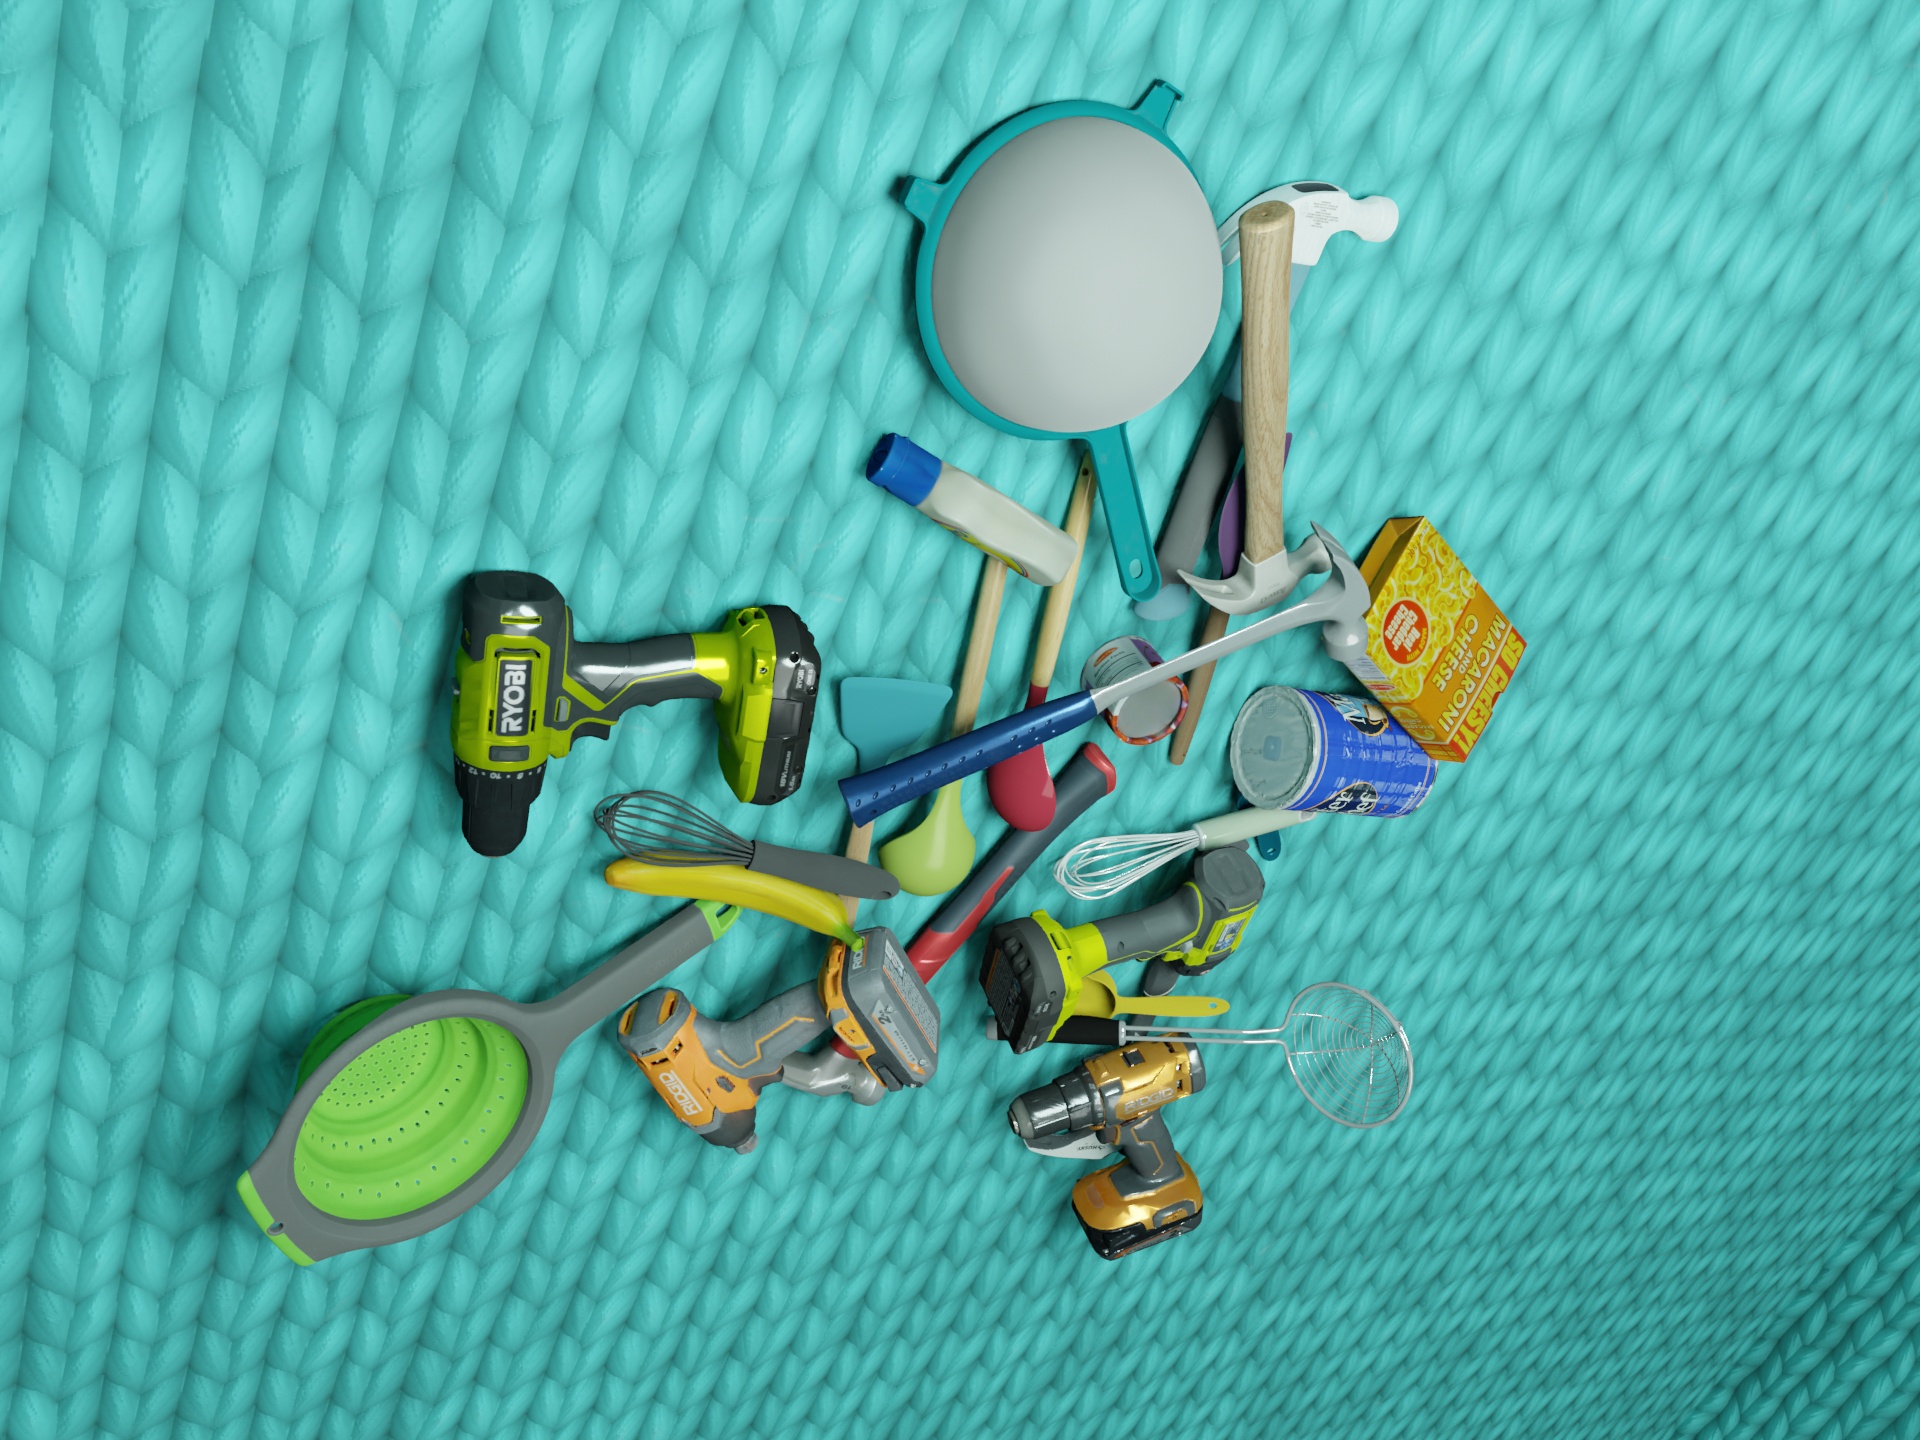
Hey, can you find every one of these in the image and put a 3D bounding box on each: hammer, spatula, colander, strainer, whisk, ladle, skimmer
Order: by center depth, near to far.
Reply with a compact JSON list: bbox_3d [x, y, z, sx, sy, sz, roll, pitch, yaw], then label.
[{"bbox_3d":[0.101,-0.212,1.009,0.211,0.095,0.340,-25,122,-13],"label":"strainer"},{"bbox_3d":[0.202,-0.195,1.069,0.130,0.031,0.331,-29,141,-14],"label":"hammer"},{"bbox_3d":[0.194,-0.217,1.130,0.128,0.033,0.330,0,124,-28],"label":"hammer"},{"bbox_3d":[0.104,-0.021,1.142,0.405,0.035,0.143,-23,146,0],"label":"hammer"},{"bbox_3d":[-0.151,0.095,1.159,0.238,0.055,0.055,17,116,-24],"label":"whisk"},{"bbox_3d":[-0.341,0.222,1.168,0.397,0.095,0.204,-34,135,-24],"label":"colander"},{"bbox_3d":[0.066,-0.051,1.184,0.031,0.069,0.315,-21,131,-47],"label":"ladle"},{"bbox_3d":[-0.002,-0.004,1.196,0.078,0.062,0.320,1,117,-22],"label":"ladle"},{"bbox_3d":[-0.078,0.102,1.212,0.082,0.044,0.317,5,115,-16],"label":"spatula"},{"bbox_3d":[0.197,-0.082,1.221,0.060,0.018,0.315,-24,142,-32],"label":"spatula"},{"bbox_3d":[-0.016,0.164,1.310,0.143,0.038,0.386,28,108,-37],"label":"hammer"},{"bbox_3d":[0.194,0.101,1.349,0.246,0.059,0.057,-14,118,-14],"label":"whisk"},{"bbox_3d":[0.199,0.283,1.373,0.363,0.090,0.127,1,102,8],"label":"skimmer"},{"bbox_3d":[0.174,0.262,1.483,0.149,0.036,0.408,3,122,-27],"label":"hammer"}]

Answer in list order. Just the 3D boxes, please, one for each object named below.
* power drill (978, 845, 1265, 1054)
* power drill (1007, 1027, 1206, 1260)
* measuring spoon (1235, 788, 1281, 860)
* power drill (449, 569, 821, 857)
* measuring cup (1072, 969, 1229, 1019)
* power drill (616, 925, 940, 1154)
[{"bbox_3d":[0.135,0.195,1.331,0.223,0.080,0.171,-16,149,-18],"label":"power drill"},{"bbox_3d":[0.141,0.404,1.499,0.185,0.084,0.226,-16,124,-13],"label":"power drill"},{"bbox_3d":[0.267,0.085,1.412,0.042,0.021,0.128,-22,141,2],"label":"measuring spoon"},{"bbox_3d":[-0.219,0.001,1.050,0.228,0.080,0.190,0,117,-25],"label":"power drill"},{"bbox_3d":[0.162,0.248,1.430,0.156,0.029,0.062,2,118,3],"label":"measuring cup"},{"bbox_3d":[-0.133,0.260,1.246,0.226,0.084,0.164,-20,120,14],"label":"power drill"}]
